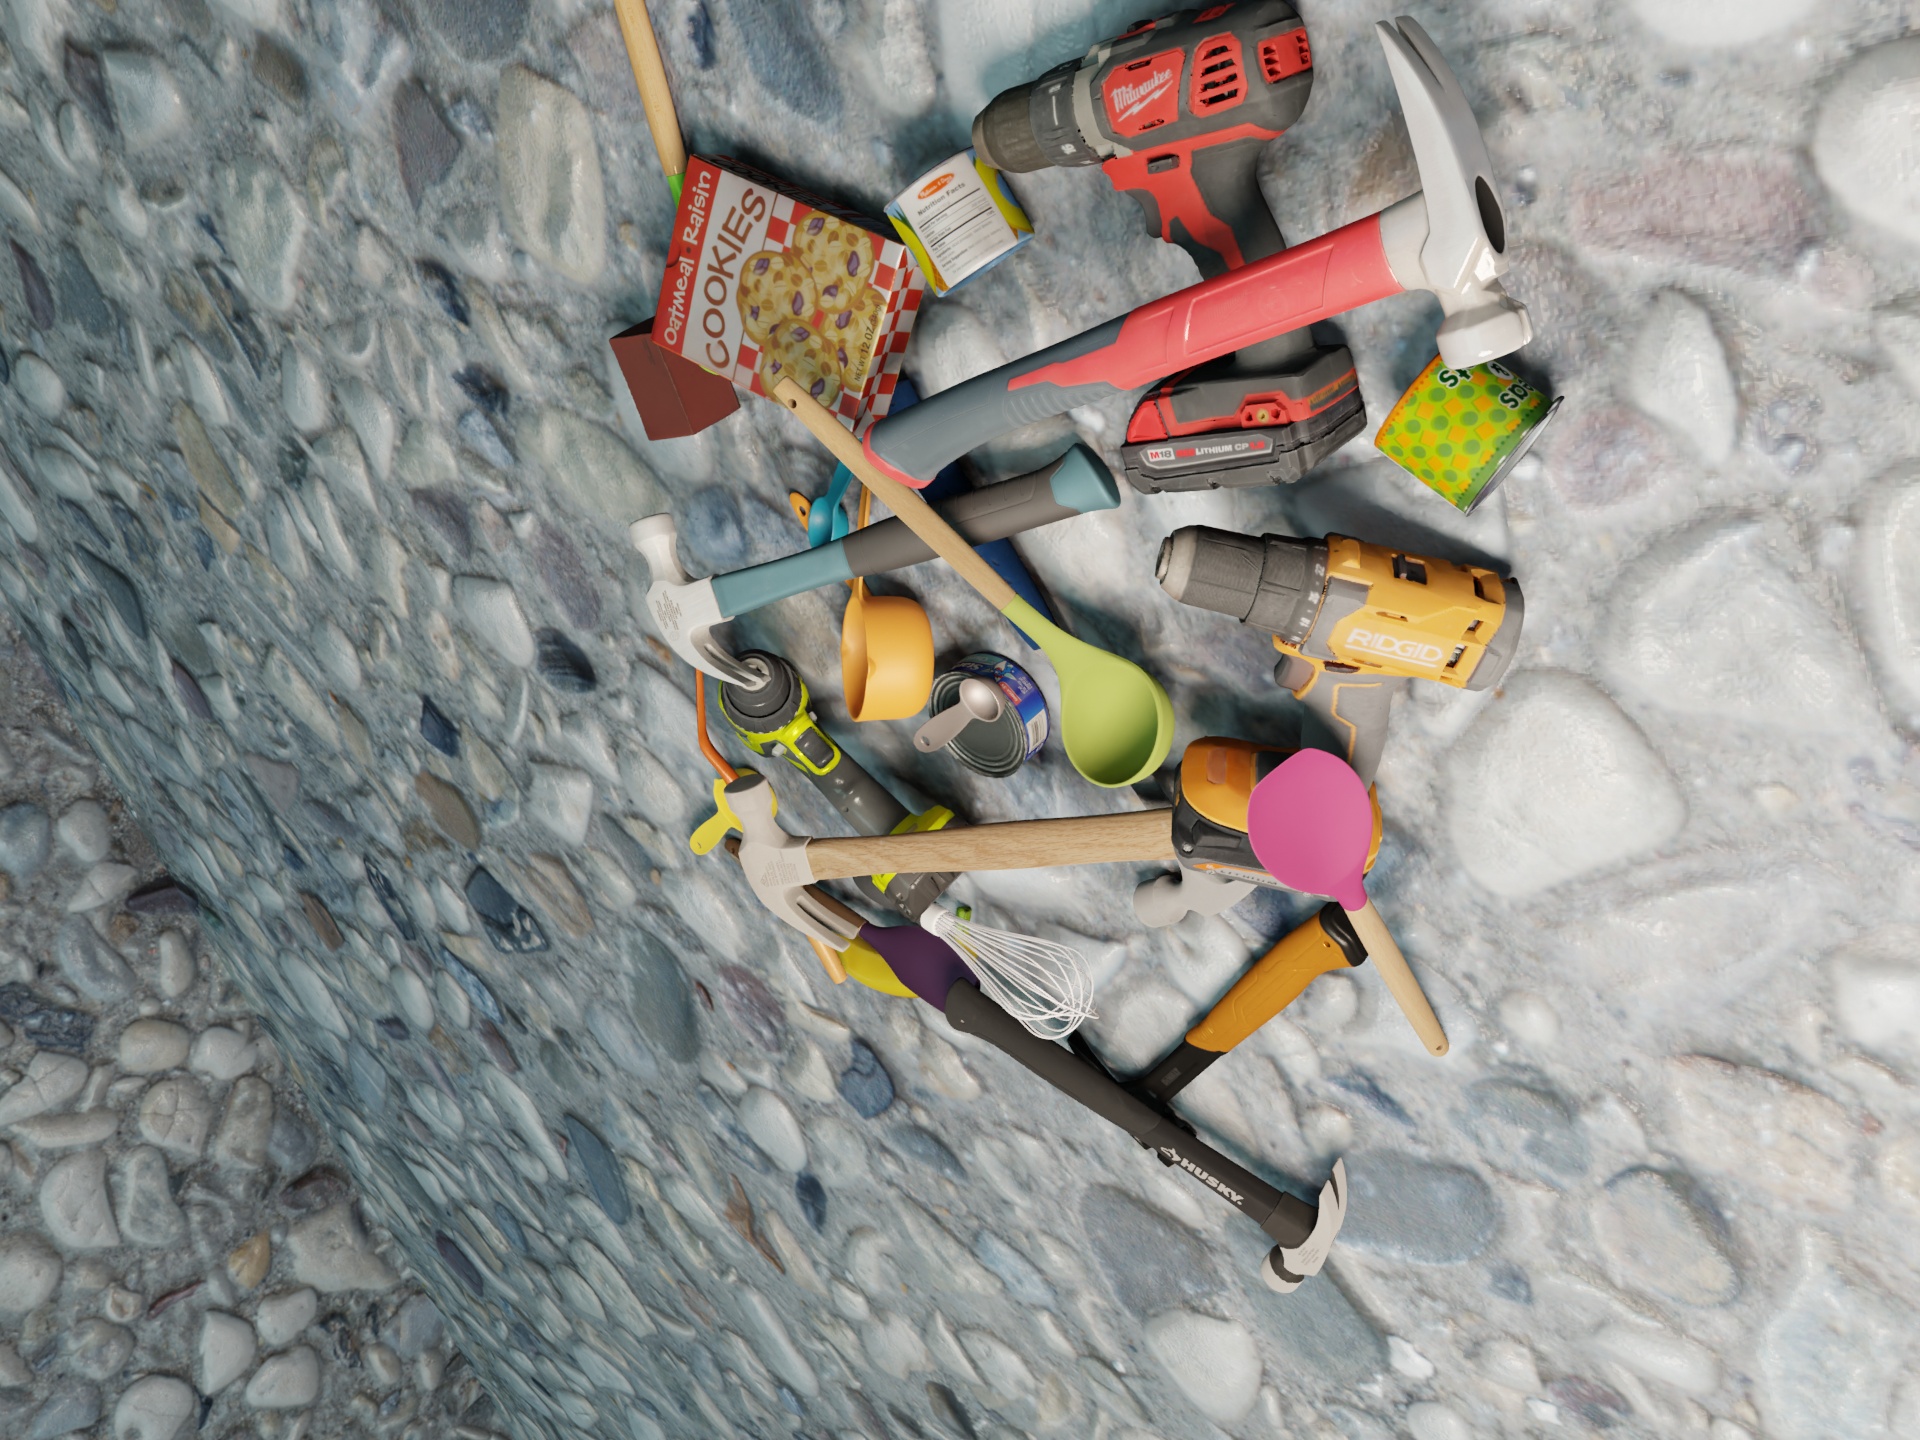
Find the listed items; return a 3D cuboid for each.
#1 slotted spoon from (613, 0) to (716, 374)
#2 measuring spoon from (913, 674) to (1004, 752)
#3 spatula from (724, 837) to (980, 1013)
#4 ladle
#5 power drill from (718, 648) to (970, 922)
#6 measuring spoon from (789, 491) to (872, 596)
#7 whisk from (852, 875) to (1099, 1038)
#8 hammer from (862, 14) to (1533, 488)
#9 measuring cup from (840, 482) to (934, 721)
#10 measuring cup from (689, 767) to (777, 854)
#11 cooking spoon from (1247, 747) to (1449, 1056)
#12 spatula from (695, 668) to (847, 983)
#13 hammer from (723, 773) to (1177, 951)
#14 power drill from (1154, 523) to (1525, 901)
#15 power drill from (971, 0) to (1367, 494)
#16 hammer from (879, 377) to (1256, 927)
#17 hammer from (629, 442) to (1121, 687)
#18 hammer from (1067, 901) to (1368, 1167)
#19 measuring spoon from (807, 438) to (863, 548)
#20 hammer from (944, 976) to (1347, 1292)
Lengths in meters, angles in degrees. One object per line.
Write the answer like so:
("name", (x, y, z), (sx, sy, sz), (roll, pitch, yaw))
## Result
("slotted spoon", (-0.187, -0.378, 1.021), (0.070, 0.031, 0.313), (-2, 117, 25))
("measuring spoon", (-0.002, -0.004, 1.097), (0.034, 0.018, 0.124), (50, 148, -2))
("spatula", (-0.097, 0.163, 1.341), (0.316, 0.018, 0.059), (25, 110, 39))
("ladle", (0.006, -0.083, 0.944), (0.320, 0.062, 0.078), (43, 127, -10))
("power drill", (-0.088, 0.039, 1.169), (0.228, 0.080, 0.190), (44, 171, 5))
("measuring spoon", (-0.090, -0.114, 1.148), (0.117, 0.011, 0.021), (55, 141, -6))
("whisk", (0.003, 0.166, 1.225), (0.285, 0.070, 0.070), (26, 137, 47))
("hammer", (0.079, -0.197, 0.783), (0.386, 0.038, 0.143), (-10, 106, 46))
("measuring cup", (-0.047, -0.085, 1.103), (0.095, 0.052, 0.173), (-147, 59, -71))
("measuring cup", (-0.205, 0.085, 1.407), (0.062, 0.029, 0.156), (51, 145, 0))
("cooking spoon", (0.235, 0.117, 0.918), (0.318, 0.069, 0.017), (52, 180, -41))
("spatula", (-0.162, 0.077, 1.313), (0.322, 0.041, 0.081), (64, 176, -15))
("hammer", (0.003, 0.087, 1.056), (0.331, 0.031, 0.130), (-6, 112, 23))
("power drill", (0.178, -0.009, 0.876), (0.185, 0.084, 0.226), (13, 135, -2))
("power drill", (0.105, -0.236, 0.817), (0.188, 0.080, 0.226), (3, 119, 43))
("hammer", (0.067, -0.044, 1.034), (0.144, 0.035, 0.405), (-27, 100, 51))
("hammer", (-0.058, -0.109, 1.008), (0.331, 0.033, 0.128), (-14, 96, 24))
("hammer", (0.181, 0.212, 1.129), (0.127, 0.034, 0.336), (42, 140, 8))
("measuring spoon", (-0.074, -0.164, 1.091), (0.128, 0.021, 0.042), (-60, 43, 41))
("hammer", (0.131, 0.292, 1.182), (0.335, 0.035, 0.146), (32, 139, 14))
